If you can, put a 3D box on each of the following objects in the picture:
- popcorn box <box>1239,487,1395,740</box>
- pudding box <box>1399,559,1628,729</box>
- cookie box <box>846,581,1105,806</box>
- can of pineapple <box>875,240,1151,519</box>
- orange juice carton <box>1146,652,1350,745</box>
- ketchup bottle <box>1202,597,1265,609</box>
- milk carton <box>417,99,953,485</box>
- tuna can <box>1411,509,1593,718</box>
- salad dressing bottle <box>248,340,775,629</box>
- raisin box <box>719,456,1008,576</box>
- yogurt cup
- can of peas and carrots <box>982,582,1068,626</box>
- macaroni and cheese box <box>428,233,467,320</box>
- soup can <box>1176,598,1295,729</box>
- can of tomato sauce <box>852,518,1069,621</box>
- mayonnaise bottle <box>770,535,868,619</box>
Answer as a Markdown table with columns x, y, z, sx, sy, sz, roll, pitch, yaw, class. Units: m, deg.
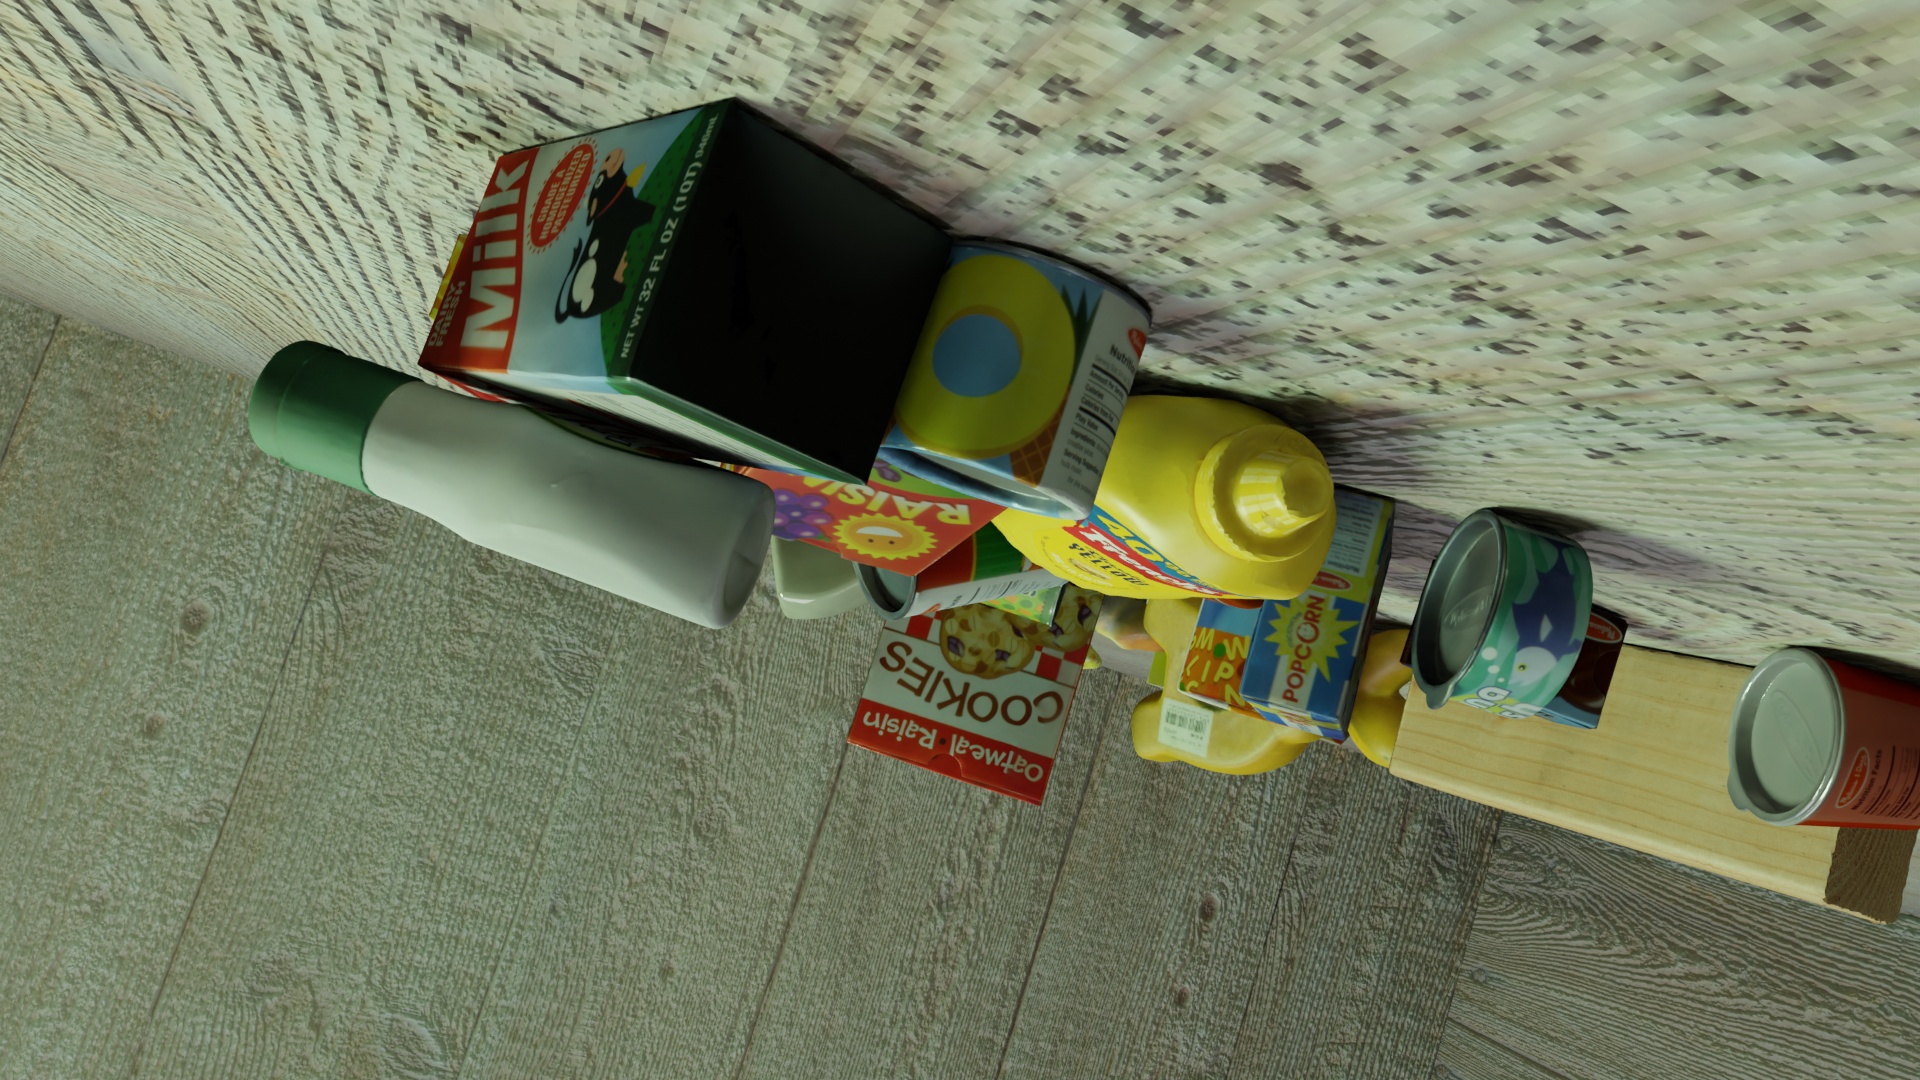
| x | y | z | sx | sy | sz | roll | pitch | yaw | class |
| --- | --- | --- | --- | --- | --- | --- | --- | --- | --- |
| 0.146 | 0.032 | 0.560 | 0.038 | 0.085 | 0.126 | 15 | 173 | 19 | popcorn box |
| 0.232 | 0.044 | 0.581 | 0.084 | 0.049 | 0.030 | 20 | 175 | -16 | pudding box |
| 0.014 | 0.061 | 0.845 | 0.123 | 0.167 | 0.040 | 17 | 173 | 3 | cookie box |
| 0.011 | -0.043 | 0.383 | 0.071 | 0.058 | 0.071 | 18 | 175 | 2 | can of pineapple |
| 0.231 | 0.098 | 1.018 | 0.192 | 0.073 | 0.072 | 22 | 173 | -40 | orange juice carton |
| 0.073 | -0.005 | 0.646 | 0.149 | 0.043 | 0.064 | 14 | 171 | 41 | ketchup bottle |
| -0.096 | -0.069 | 0.406 | 0.073 | 0.072 | 0.190 | 24 | 171 | -39 | milk carton |
| 0.182 | 0.028 | 0.472 | 0.033 | 0.071 | 0.071 | 17 | 174 | -1 | tuna can |
| -0.129 | -0.018 | 0.400 | 0.148 | 0.044 | 0.064 | 19 | 174 | 6 | salad dressing bottle |
| -0.025 | -0.033 | 0.480 | 0.086 | 0.040 | 0.123 | 19 | 153 | -21 | raisin box |
| 0.336 | 0.078 | 0.526 | 0.054 | 0.072 | 0.072 | 10 | 174 | 0 | yogurt cup |
| 0.035 | 0.010 | 0.794 | 0.059 | 0.071 | 0.071 | 18 | 174 | 7 | can of peas and carrots |
| -0.117 | -0.073 | 0.592 | 0.166 | 0.040 | 0.123 | 16 | 175 | 13 | macaroni and cheese box |
| 0.148 | 0.041 | 0.657 | 0.071 | 0.084 | 0.071 | 18 | 174 | 2 | soup can |
| 0.002 | -0.007 | 0.596 | 0.083 | 0.071 | 0.071 | -10 | -172 | -27 | can of tomato sauce |
| -0.025 | 0.001 | 0.741 | 0.148 | 0.065 | 0.041 | -8 | 151 | -3 | mayonnaise bottle |
